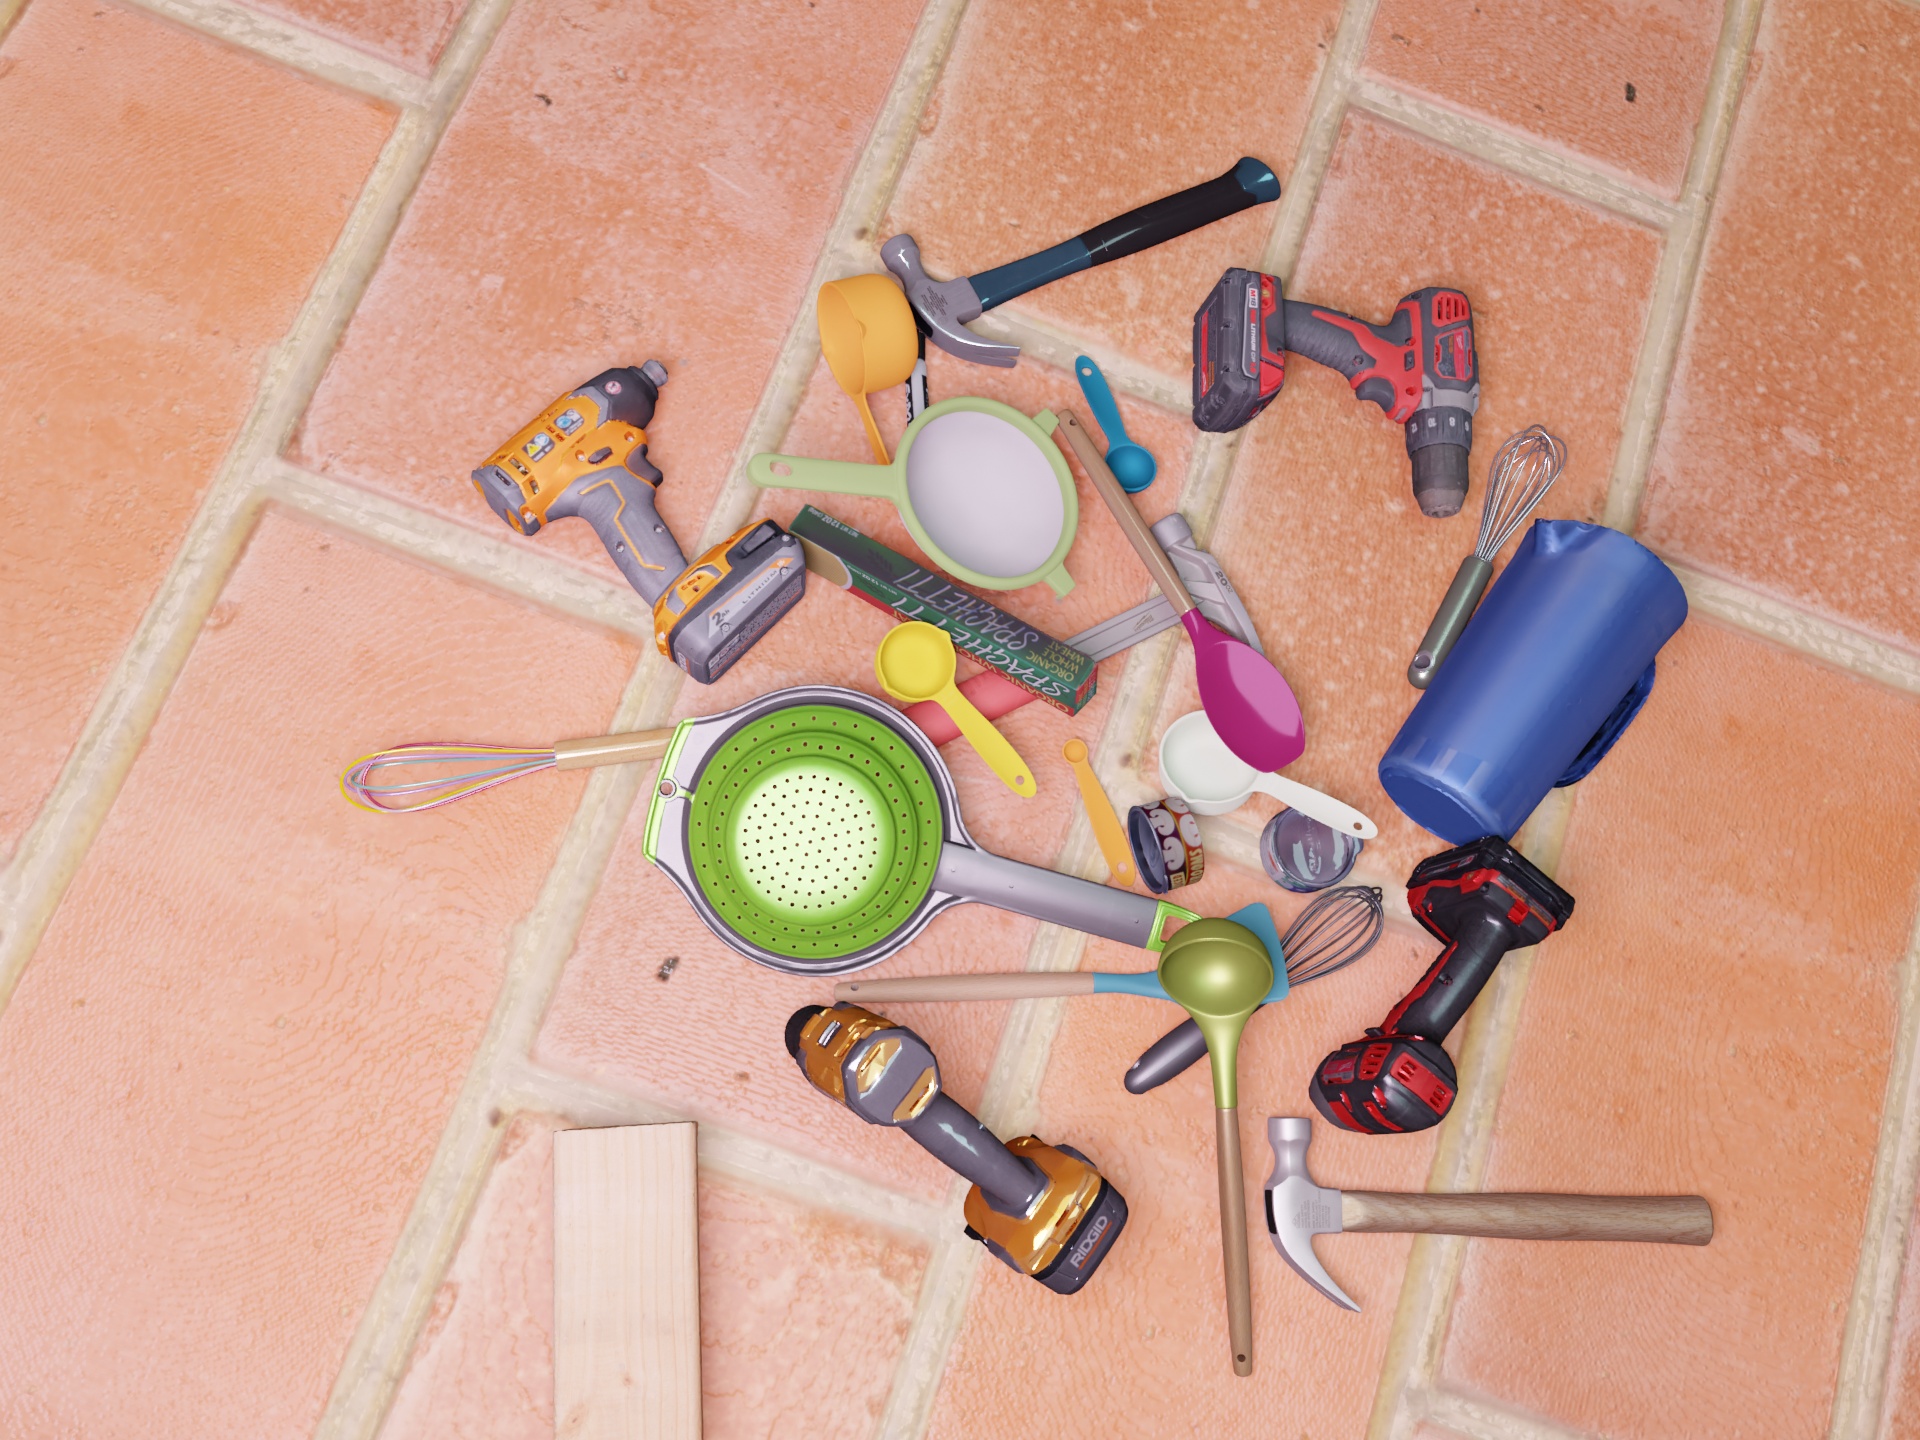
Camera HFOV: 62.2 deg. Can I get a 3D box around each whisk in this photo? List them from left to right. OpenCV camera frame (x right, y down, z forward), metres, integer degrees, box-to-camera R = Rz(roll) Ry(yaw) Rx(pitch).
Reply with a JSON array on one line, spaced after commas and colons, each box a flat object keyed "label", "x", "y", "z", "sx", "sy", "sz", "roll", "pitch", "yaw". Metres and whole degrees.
[{"label": "whisk", "x": -0.306, "y": 0.031, "z": 1.118, "sx": 0.245, "sy": 0.051, "sz": 0.047, "roll": -8, "pitch": 98, "yaw": -14}, {"label": "whisk", "x": 0.213, "y": 0.193, "z": 1.148, "sx": 0.239, "sy": 0.055, "sz": 0.055, "roll": -35, "pitch": 83, "yaw": -10}, {"label": "whisk", "x": 0.413, "y": -0.130, "z": 1.257, "sx": 0.058, "sy": 0.059, "sz": 0.246, "roll": 19, "pitch": 74, "yaw": 42}]

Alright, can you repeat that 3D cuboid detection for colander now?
[{"label": "colander", "x": -0.021, "y": 0.100, "z": 1.077, "sx": 0.397, "sy": 0.094, "sz": 0.204, "roll": 16, "pitch": 90, "yaw": -2}]

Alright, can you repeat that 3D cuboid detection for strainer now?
[{"label": "strainer", "x": -0.039, "y": -0.161, "z": 1.163, "sx": 0.256, "sy": 0.069, "sz": 0.151, "roll": 2, "pitch": 74, "yaw": -25}]

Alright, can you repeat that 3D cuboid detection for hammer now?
[{"label": "hammer", "x": 0.050, "y": -0.021, "z": 1.180, "sx": 0.359, "sy": 0.036, "sz": 0.149, "roll": -26, "pitch": 81, "yaw": -14}, {"label": "hammer", "x": 0.110, "y": -0.383, "z": 1.279, "sx": 0.331, "sy": 0.033, "sz": 0.128, "roll": -25, "pitch": 80, "yaw": -13}, {"label": "hammer", "x": 0.379, "y": 0.356, "z": 1.136, "sx": 0.331, "sy": 0.031, "sz": 0.130, "roll": 4, "pitch": 75, "yaw": -7}]

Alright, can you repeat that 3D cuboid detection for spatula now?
[{"label": "spatula", "x": 0.069, "y": 0.180, "z": 1.128, "sx": 0.317, "sy": 0.044, "sz": 0.082, "roll": -2, "pitch": 50, "yaw": -7}]

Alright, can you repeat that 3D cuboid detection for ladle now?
[{"label": "ladle", "x": 0.181, "y": 0.291, "z": 1.077, "sx": 0.078, "sy": 0.062, "sz": 0.320, "roll": -3, "pitch": 92, "yaw": 15}]

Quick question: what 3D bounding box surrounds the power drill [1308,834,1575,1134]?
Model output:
[{"label": "power drill", "x": 0.326, "y": 0.194, "z": 1.119, "sx": 0.078, "sy": 0.143, "sz": 0.220, "roll": 39, "pitch": 68, "yaw": -2}]

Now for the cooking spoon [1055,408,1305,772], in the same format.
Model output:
[{"label": "cooking spoon", "x": 0.157, "y": -0.102, "z": 1.185, "sx": 0.069, "sy": 0.017, "sz": 0.319, "roll": -27, "pitch": 78, "yaw": -14}]

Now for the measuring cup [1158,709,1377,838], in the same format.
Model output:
[{"label": "measuring cup", "x": 0.224, "y": 0.053, "z": 1.167, "sx": 0.167, "sy": 0.038, "sz": 0.083, "roll": 26, "pitch": 67, "yaw": 13}]

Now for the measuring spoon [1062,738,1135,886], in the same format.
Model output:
[{"label": "measuring spoon", "x": 0.103, "y": 0.069, "z": 1.180, "sx": 0.021, "sy": 0.011, "sz": 0.117, "roll": -21, "pitch": 84, "yaw": -12}]

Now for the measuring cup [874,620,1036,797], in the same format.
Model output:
[{"label": "measuring cup", "x": -0.002, "y": -0.004, "z": 1.140, "sx": 0.062, "sy": 0.029, "sz": 0.156, "roll": -43, "pitch": 97, "yaw": -16}]

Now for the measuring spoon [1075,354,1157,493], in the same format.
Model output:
[{"label": "measuring spoon", "x": 0.116, "y": -0.231, "z": 1.255, "sx": 0.042, "sy": 0.021, "sz": 0.129, "roll": -17, "pitch": 70, "yaw": -11}]

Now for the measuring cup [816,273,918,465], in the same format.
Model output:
[{"label": "measuring cup", "x": -0.055, "y": -0.254, "z": 1.209, "sx": 0.052, "sy": 0.095, "sz": 0.173, "roll": -22, "pitch": 99, "yaw": -20}]

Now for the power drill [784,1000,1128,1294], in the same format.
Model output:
[{"label": "power drill", "x": -0.017, "y": 0.267, "z": 1.049, "sx": 0.226, "sy": 0.185, "sz": 0.084, "roll": 43, "pitch": 74, "yaw": -16}]

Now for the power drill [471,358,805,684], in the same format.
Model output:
[{"label": "power drill", "x": -0.217, "y": -0.154, "z": 1.152, "sx": 0.226, "sy": 0.084, "sz": 0.164, "roll": 42, "pitch": 74, "yaw": 7}]

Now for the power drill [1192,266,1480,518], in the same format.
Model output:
[{"label": "power drill", "x": 0.303, "y": -0.259, "z": 1.257, "sx": 0.226, "sy": 0.080, "sz": 0.188, "roll": 5, "pitch": 76, "yaw": -10}]
